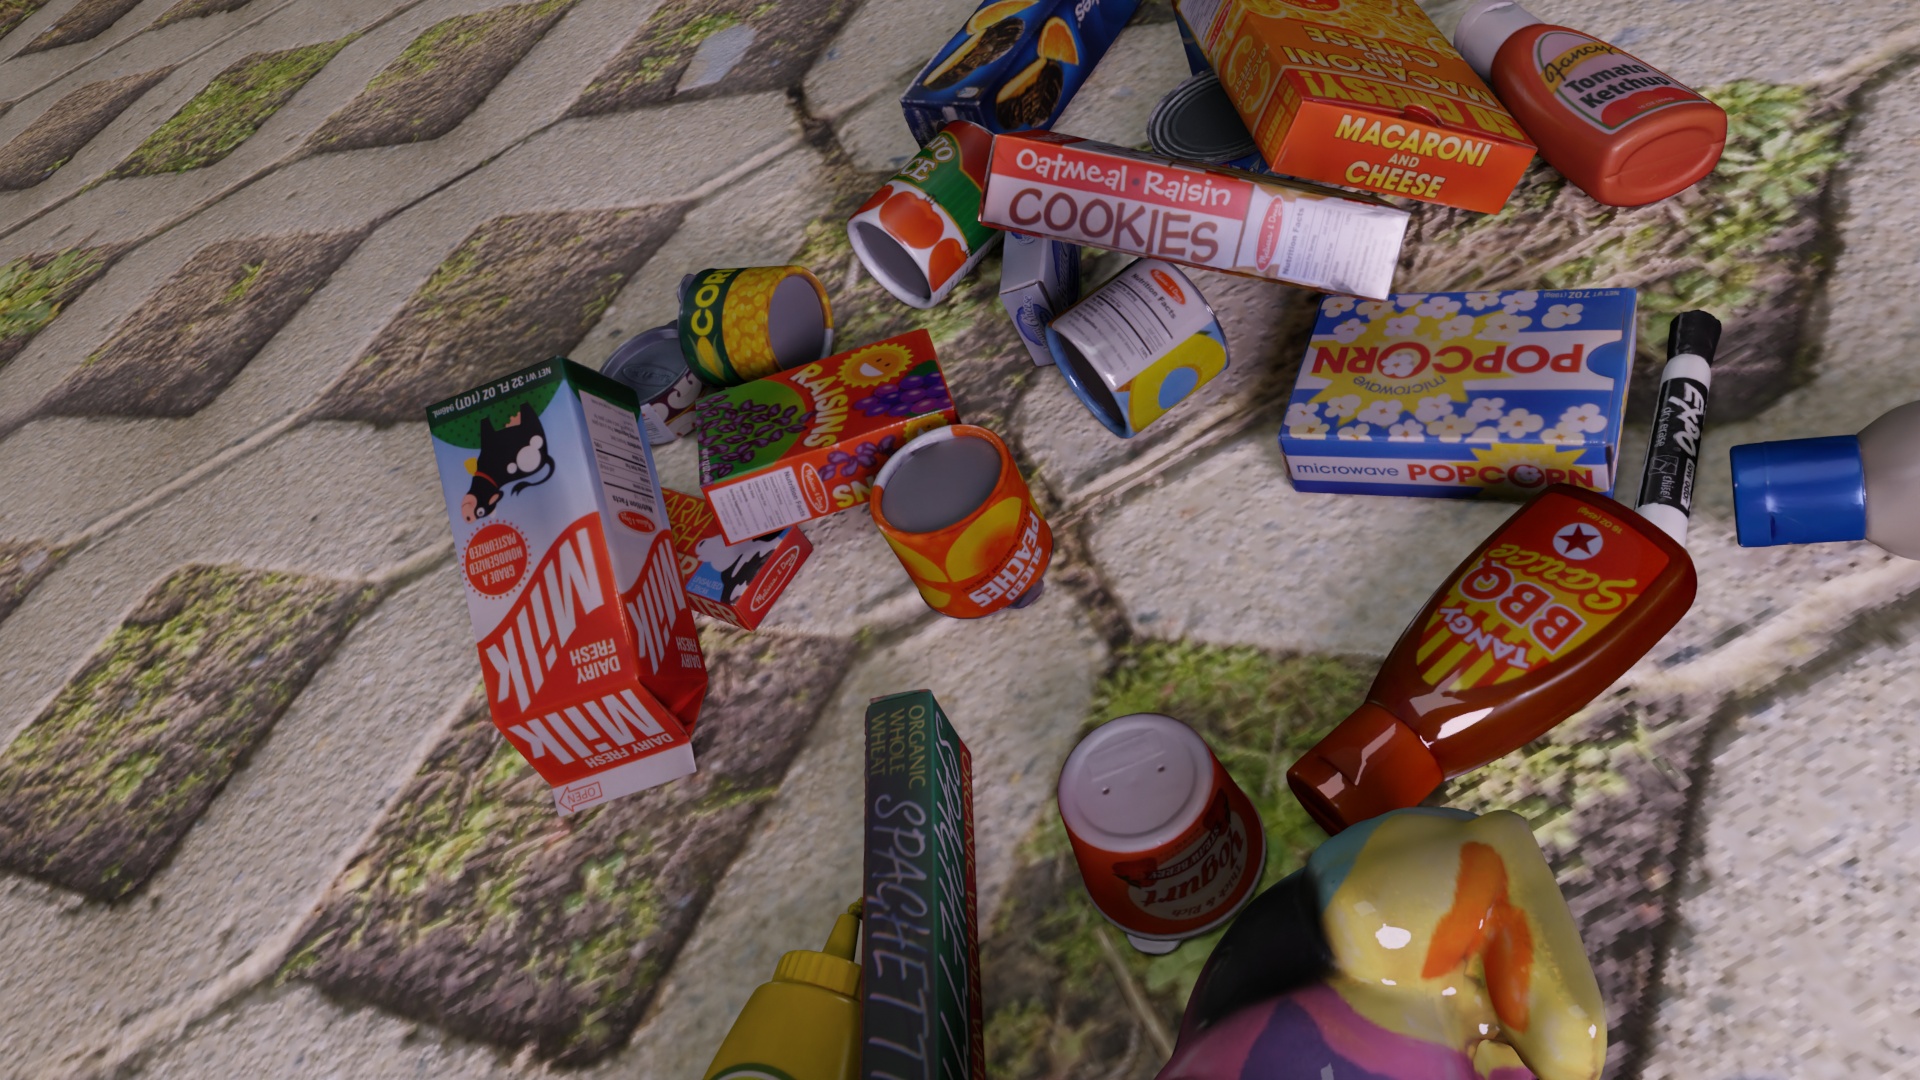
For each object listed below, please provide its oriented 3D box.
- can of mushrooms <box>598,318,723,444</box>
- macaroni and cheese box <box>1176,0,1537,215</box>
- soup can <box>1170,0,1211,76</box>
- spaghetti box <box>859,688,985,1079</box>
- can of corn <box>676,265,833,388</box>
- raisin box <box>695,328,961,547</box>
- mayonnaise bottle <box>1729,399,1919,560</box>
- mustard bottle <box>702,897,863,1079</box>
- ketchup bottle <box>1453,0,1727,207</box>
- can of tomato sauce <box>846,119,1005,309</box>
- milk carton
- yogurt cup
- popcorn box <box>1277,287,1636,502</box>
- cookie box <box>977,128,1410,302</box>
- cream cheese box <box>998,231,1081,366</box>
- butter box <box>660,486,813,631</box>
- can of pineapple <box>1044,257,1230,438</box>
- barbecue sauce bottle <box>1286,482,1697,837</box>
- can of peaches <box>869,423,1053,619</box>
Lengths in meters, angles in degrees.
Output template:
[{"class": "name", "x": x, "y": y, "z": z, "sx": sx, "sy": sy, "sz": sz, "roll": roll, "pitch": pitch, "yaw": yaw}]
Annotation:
[{"class": "can of mushrooms", "x": -0.169, "y": -0.090, "z": 0.786, "sx": 0.071, "sy": 0.033, "sz": 0.071, "roll": -15, "pitch": 46, "yaw": 16}, {"class": "macaroni and cheese box", "x": 0.187, "y": -0.229, "z": 0.677, "sx": 0.124, "sy": 0.040, "sz": 0.167, "roll": 6, "pitch": 43, "yaw": -17}, {"class": "soup can", "x": 0.153, "y": -0.297, "z": 0.771, "sx": 0.071, "sy": 0.083, "sz": 0.072, "roll": -14, "pitch": 47, "yaw": 16}, {"class": "spaghetti box", "x": -0.013, "y": 0.163, "z": 0.466, "sx": 0.028, "sy": 0.050, "sz": 0.251, "roll": -15, "pitch": 46, "yaw": 13}, {"class": "can of corn", "x": -0.111, "y": -0.117, "z": 0.754, "sx": 0.058, "sy": 0.071, "sz": 0.071, "roll": 3, "pitch": 53, "yaw": 29}, {"class": "raisin box", "x": -0.063, "y": -0.052, "z": 0.673, "sx": 0.123, "sy": 0.040, "sz": 0.086, "roll": -18, "pitch": 35, "yaw": -1}, {"class": "mayonnaise bottle", "x": 0.333, "y": -0.020, "z": 0.447, "sx": 0.148, "sy": 0.064, "sz": 0.041, "roll": -5, "pitch": 47, "yaw": 29}, {"class": "mustard bottle", "x": -0.059, "y": 0.191, "z": 0.465, "sx": 0.065, "sy": 0.048, "sz": 0.161, "roll": -1, "pitch": 51, "yaw": 25}, {"class": "ketchup bottle", "x": 0.286, "y": -0.211, "z": 0.653, "sx": 0.065, "sy": 0.043, "sz": 0.149, "roll": -17, "pitch": 44, "yaw": -4}, {"class": "can of tomato sauce", "x": -0.013, "y": -0.179, "z": 0.760, "sx": 0.071, "sy": 0.071, "sz": 0.083, "roll": 28, "pitch": 68, "yaw": 41}, {"class": "milk carton", "x": -0.172, "y": 0.022, "z": 0.627, "sx": 0.072, "sy": 0.073, "sz": 0.191, "roll": -19, "pitch": 78, "yaw": 12}, {"class": "yogurt cup", "x": 0.067, "y": 0.096, "z": 0.482, "sx": 0.072, "sy": 0.053, "sz": 0.073, "roll": -14, "pitch": 45, "yaw": 15}, {"class": "popcorn box", "x": 0.202, "y": -0.060, "z": 0.565, "sx": 0.126, "sy": 0.038, "sz": 0.085, "roll": 4, "pitch": 52, "yaw": 30}, {"class": "cookie box", "x": 0.100, "y": -0.144, "z": 0.607, "sx": 0.167, "sy": 0.040, "sz": 0.123, "roll": 13, "pitch": 19, "yaw": 6}, {"class": "cream cheese box", "x": 0.043, "y": -0.143, "z": 0.711, "sx": 0.024, "sy": 0.053, "sz": 0.104, "roll": -12, "pitch": 47, "yaw": 21}, {"class": "butter box", "x": -0.127, "y": 0.007, "z": 0.684, "sx": 0.103, "sy": 0.024, "sz": 0.053, "roll": 14, "pitch": 58, "yaw": 35}, {"class": "can of pineapple", "x": 0.080, "y": -0.088, "z": 0.635, "sx": 0.058, "sy": 0.070, "sz": 0.071, "roll": -36, "pitch": 44, "yaw": -5}, {"class": "barbecue sauce bottle", "x": 0.178, "y": 0.046, "z": 0.478, "sx": 0.149, "sy": 0.043, "sz": 0.065, "roll": -39, "pitch": 46, "yaw": -9}, {"class": "can of peaches", "x": 0.002, "y": -0.008, "z": 0.606, "sx": 0.071, "sy": 0.058, "sz": 0.071, "roll": -15, "pitch": 46, "yaw": 16}]
